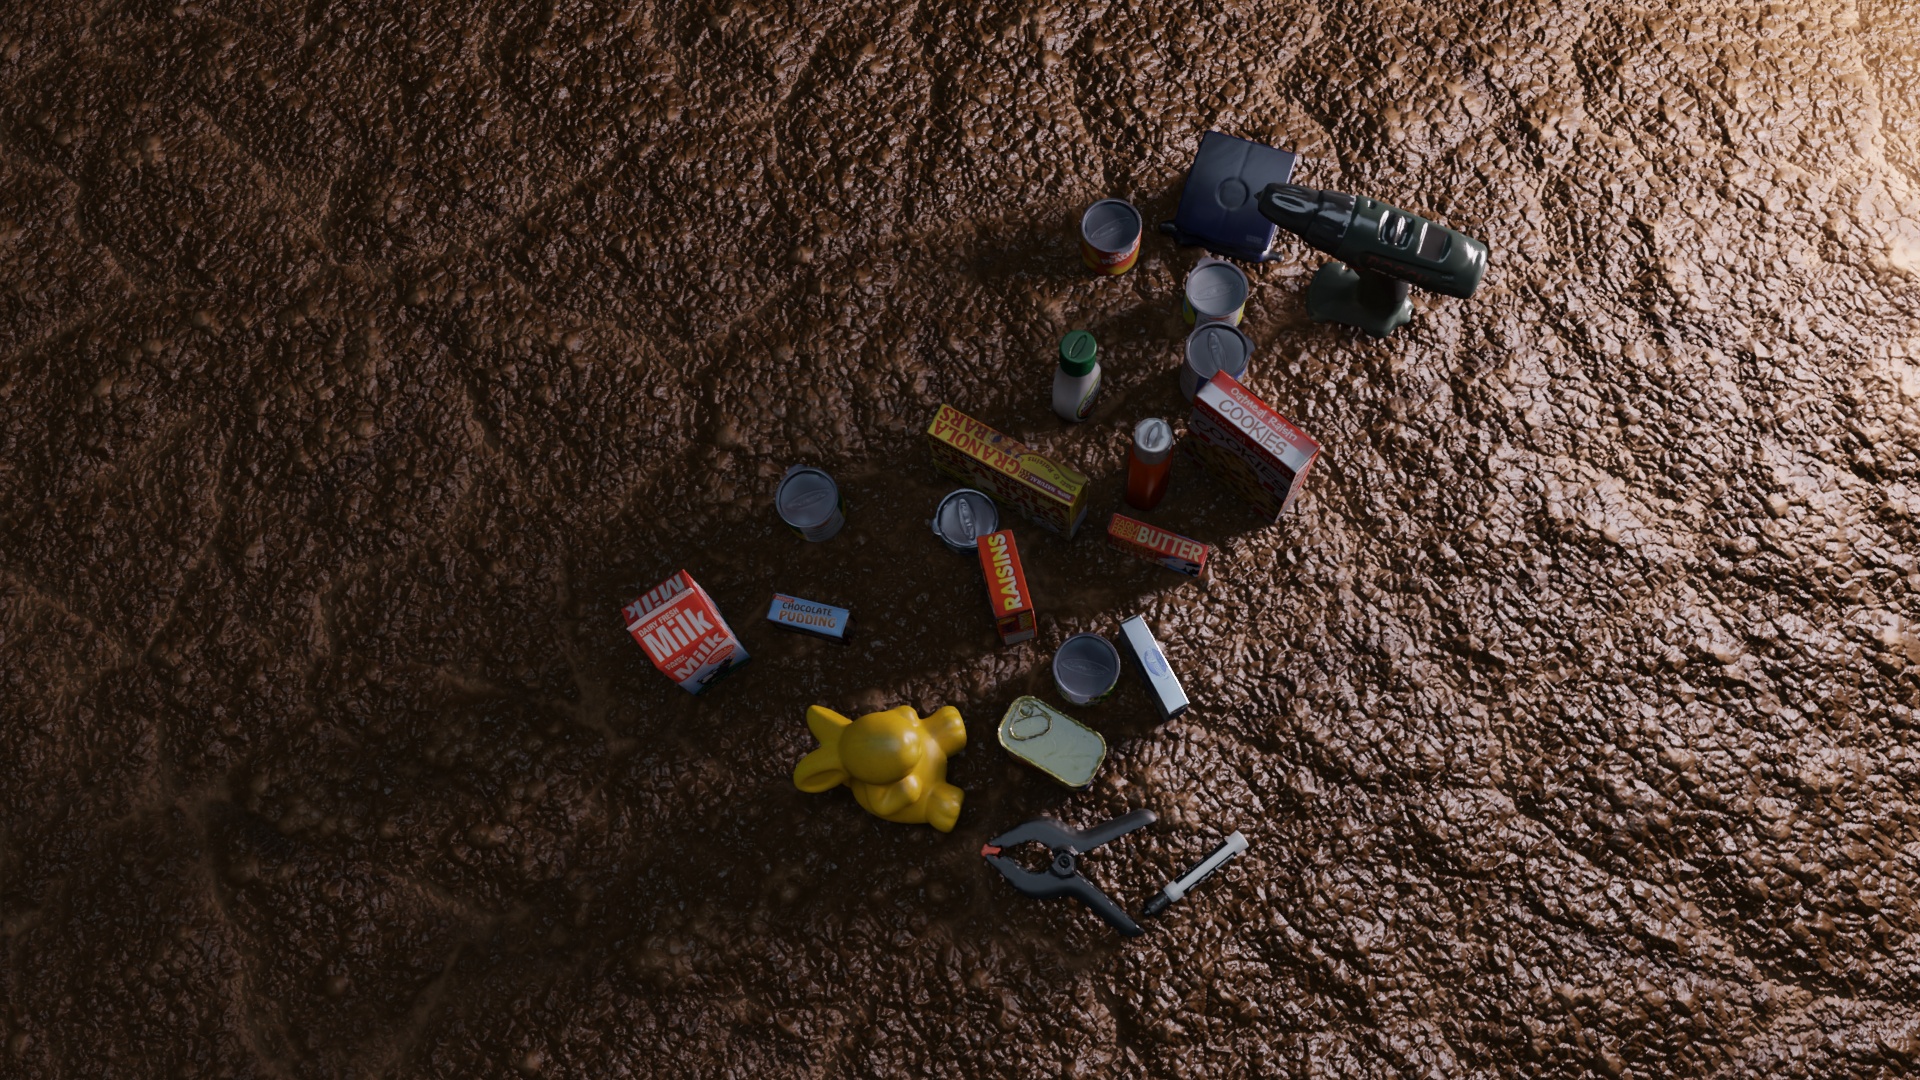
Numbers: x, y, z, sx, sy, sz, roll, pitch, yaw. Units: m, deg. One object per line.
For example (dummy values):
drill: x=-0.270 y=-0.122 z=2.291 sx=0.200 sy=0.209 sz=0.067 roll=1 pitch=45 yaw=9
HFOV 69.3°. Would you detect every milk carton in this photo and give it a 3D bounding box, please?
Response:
milk carton: x=-0.271 y=0.089 z=1.364 sx=0.072 sy=0.190 sz=0.073 roll=-34 pitch=74 yaw=-6

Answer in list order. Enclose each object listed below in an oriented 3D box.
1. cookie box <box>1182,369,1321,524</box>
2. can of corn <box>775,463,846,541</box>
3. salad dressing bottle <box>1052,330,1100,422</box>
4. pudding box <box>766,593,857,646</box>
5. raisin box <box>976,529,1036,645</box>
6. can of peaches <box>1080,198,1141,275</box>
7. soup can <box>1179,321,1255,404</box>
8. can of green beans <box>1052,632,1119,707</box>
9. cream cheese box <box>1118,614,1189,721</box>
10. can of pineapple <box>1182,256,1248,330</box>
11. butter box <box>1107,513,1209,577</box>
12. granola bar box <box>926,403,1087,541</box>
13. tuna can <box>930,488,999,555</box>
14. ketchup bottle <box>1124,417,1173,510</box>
cookie box: x=0.288 y=-0.091 z=1.388 sx=0.123 sy=0.167 sz=0.040 roll=40 pitch=80 yaw=14
can of corn: x=-0.157 y=-0.039 z=1.464 sx=0.071 sy=0.058 sz=0.071 roll=-1 pitch=73 yaw=4
salad dressing bottle: x=0.121 y=-0.170 z=1.436 sx=0.044 sy=0.147 sz=0.064 roll=30 pitch=78 yaw=12
pudding box: x=-0.152 y=0.081 z=1.431 sx=0.084 sy=0.049 sz=0.030 roll=13 pitch=75 yaw=8
raisin box: x=0.046 y=0.048 z=1.387 sx=0.040 sy=0.123 sz=0.086 roll=-14 pitch=73 yaw=0
can of peaches: x=0.166 y=-0.331 z=1.529 sx=0.071 sy=0.058 sz=0.071 roll=-1 pitch=73 yaw=4
soup can: x=0.269 y=-0.183 z=1.462 sx=0.071 sy=0.083 sz=0.071 roll=-1 pitch=73 yaw=4
can of green beans: x=0.125 y=0.130 z=1.390 sx=0.071 sy=0.057 sz=0.071 roll=-1 pitch=73 yaw=4
cream cheese box: x=0.192 y=0.128 z=1.388 sx=0.024 sy=0.053 sz=0.104 roll=-26 pitch=73 yaw=-3
can of pineapple: x=0.274 y=-0.262 z=1.499 sx=0.071 sy=0.057 sz=0.071 roll=-1 pitch=73 yaw=4
butter box: x=0.201 y=0.006 z=1.425 sx=0.103 sy=0.053 sz=0.024 roll=20 pitch=76 yaw=10
granola bar box: x=0.049 y=-0.067 z=1.422 sx=0.166 sy=0.124 sz=0.039 roll=28 pitch=78 yaw=12
tuna can: x=0.005 y=-0.018 z=1.458 sx=0.071 sy=0.032 sz=0.071 roll=-1 pitch=73 yaw=4
ketchup bottle: x=0.192 y=-0.081 z=1.402 sx=0.043 sy=0.148 sz=0.065 roll=21 pitch=76 yaw=10
